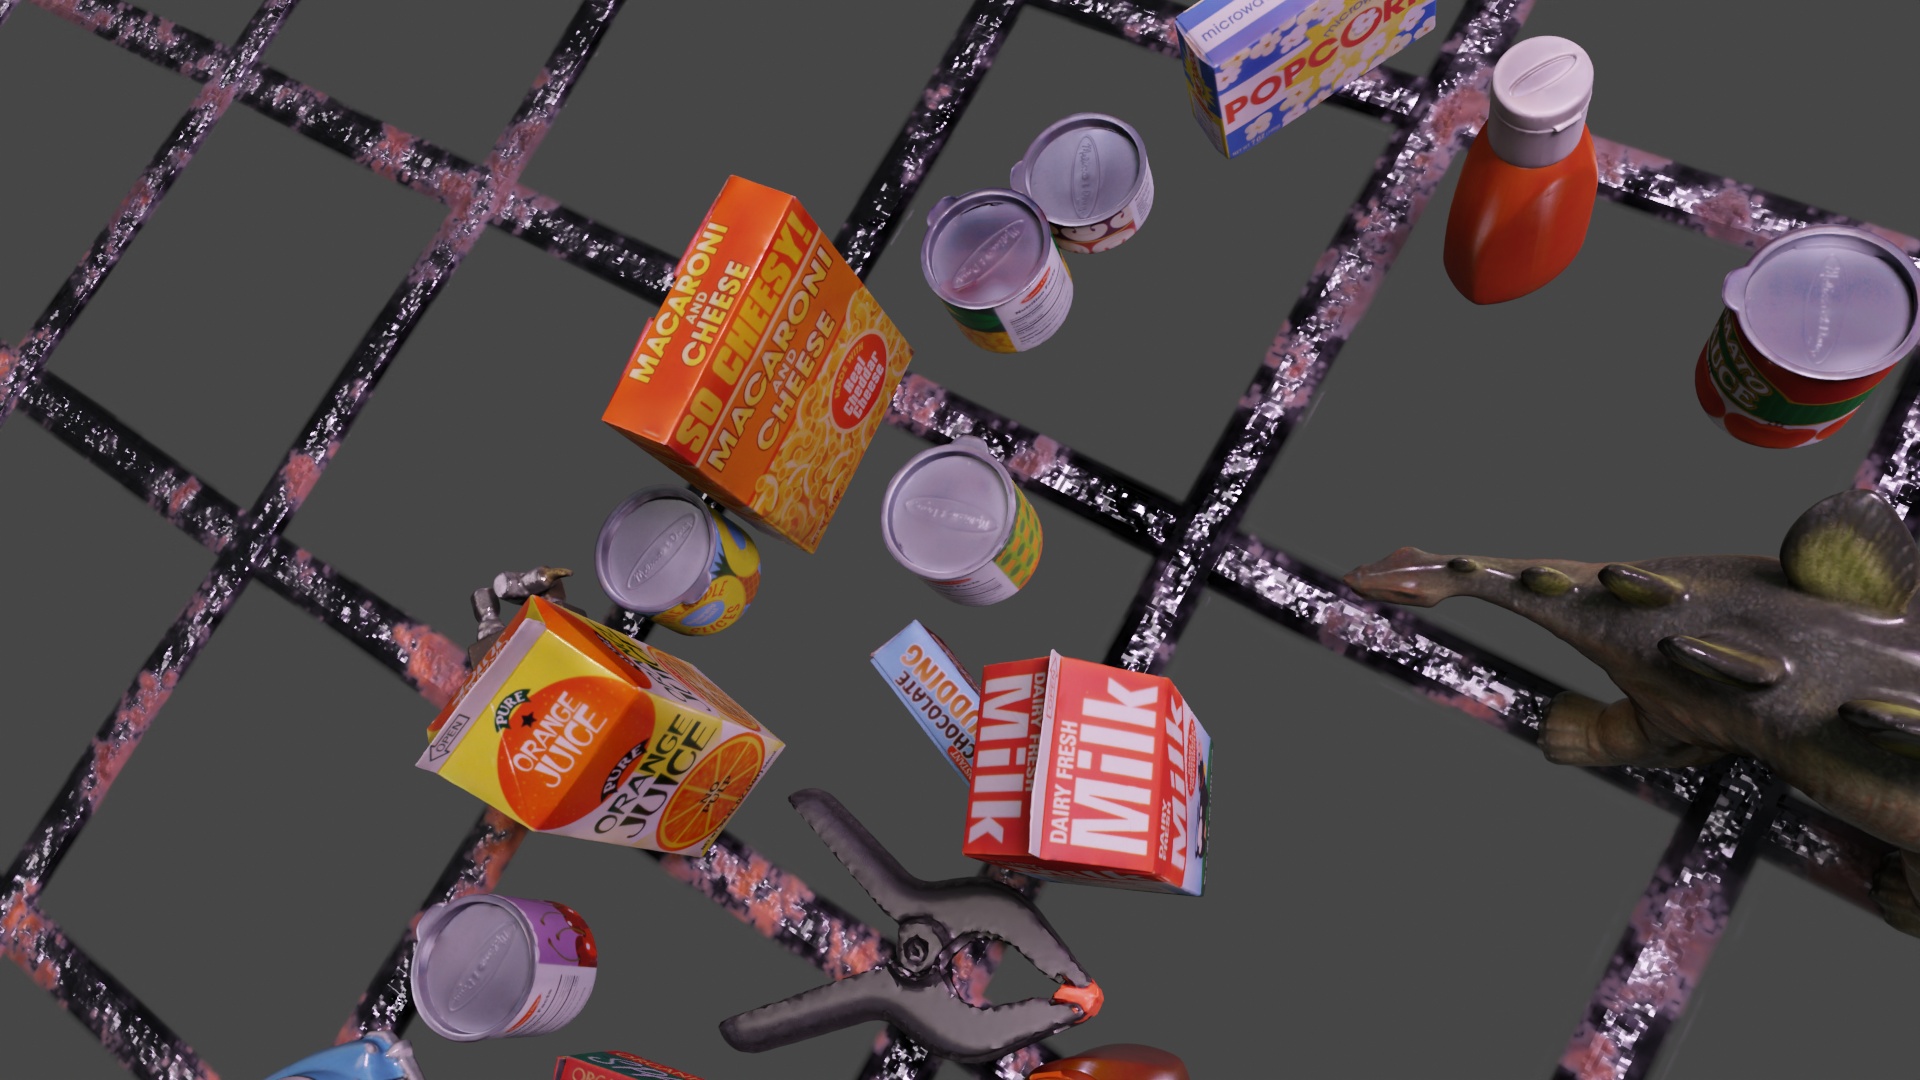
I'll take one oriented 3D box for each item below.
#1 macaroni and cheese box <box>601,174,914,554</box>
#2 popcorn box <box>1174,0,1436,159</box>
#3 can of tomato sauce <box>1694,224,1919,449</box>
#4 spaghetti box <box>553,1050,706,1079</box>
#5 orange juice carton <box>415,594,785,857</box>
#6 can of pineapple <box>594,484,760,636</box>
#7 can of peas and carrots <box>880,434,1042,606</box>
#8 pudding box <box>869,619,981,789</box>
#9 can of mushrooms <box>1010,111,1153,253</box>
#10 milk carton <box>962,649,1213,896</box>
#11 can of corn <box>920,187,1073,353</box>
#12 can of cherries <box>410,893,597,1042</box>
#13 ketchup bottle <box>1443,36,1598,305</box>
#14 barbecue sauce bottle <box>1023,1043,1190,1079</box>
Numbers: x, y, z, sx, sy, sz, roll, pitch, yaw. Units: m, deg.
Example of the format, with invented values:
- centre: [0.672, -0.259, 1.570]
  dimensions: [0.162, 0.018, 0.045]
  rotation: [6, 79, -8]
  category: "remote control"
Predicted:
- centre: [-0.089, -0.076, 0.660]
  dimensions: [0.040, 0.166, 0.124]
  rotation: [22, 81, 22]
  category: "macaroni and cheese box"
- centre: [0.171, -0.255, 0.683]
  dimensions: [0.126, 0.085, 0.038]
  rotation: [-33, 67, 5]
  category: "popcorn box"
- centre: [0.347, -0.082, 0.577]
  dimensions: [0.071, 0.083, 0.071]
  rotation: [-5, 72, 15]
  category: "can of tomato sauce"
- centre: [-0.063, 0.270, 0.605]
  dimensions: [0.250, 0.050, 0.029]
  rotation: [10, 76, 19]
  category: "spaghetti box"
- centre: [-0.160, 0.084, 0.616]
  dimensions: [0.073, 0.192, 0.072]
  rotation: [35, 86, 23]
  category: "orange juice carton"
- centre: [-0.142, 0.013, 0.706]
  dimensions: [0.071, 0.057, 0.071]
  rotation: [-5, 72, 15]
  category: "can of pineapple"
- centre: [0.002, -0.008, 0.670]
  dimensions: [0.071, 0.058, 0.071]
  rotation: [-5, 72, 15]
  category: "can of peas and carrots"
- centre: [-0.002, 0.080, 0.648]
  dimensions: [0.030, 0.049, 0.084]
  rotation: [-41, 66, 2]
  category: "pudding box"
- centre: [0.064, -0.185, 0.721]
  dimensions: [0.071, 0.033, 0.071]
  rotation: [-5, 72, 15]
  category: "can of mushrooms"
- centre: [0.052, 0.097, 0.549]
  dimensions: [0.073, 0.190, 0.072]
  rotation: [1, 74, 17]
  category: "milk carton"
- centre: [0.018, -0.137, 0.706]
  dimensions: [0.071, 0.058, 0.071]
  rotation: [-5, 72, 15]
  category: "can of corn"
- centre: [-0.219, 0.203, 0.669]
  dimensions: [0.071, 0.058, 0.071]
  rotation: [-5, 72, 15]
  category: "can of cherries"
- centre: [0.243, -0.156, 0.596]
  dimensions: [0.064, 0.148, 0.043]
  rotation: [-30, 67, 6]
  category: "ketchup bottle"
- centre: [0.050, 0.220, 0.534]
  dimensions: [0.065, 0.148, 0.044]
  rotation: [-11, 71, 13]
  category: "barbecue sauce bottle"
